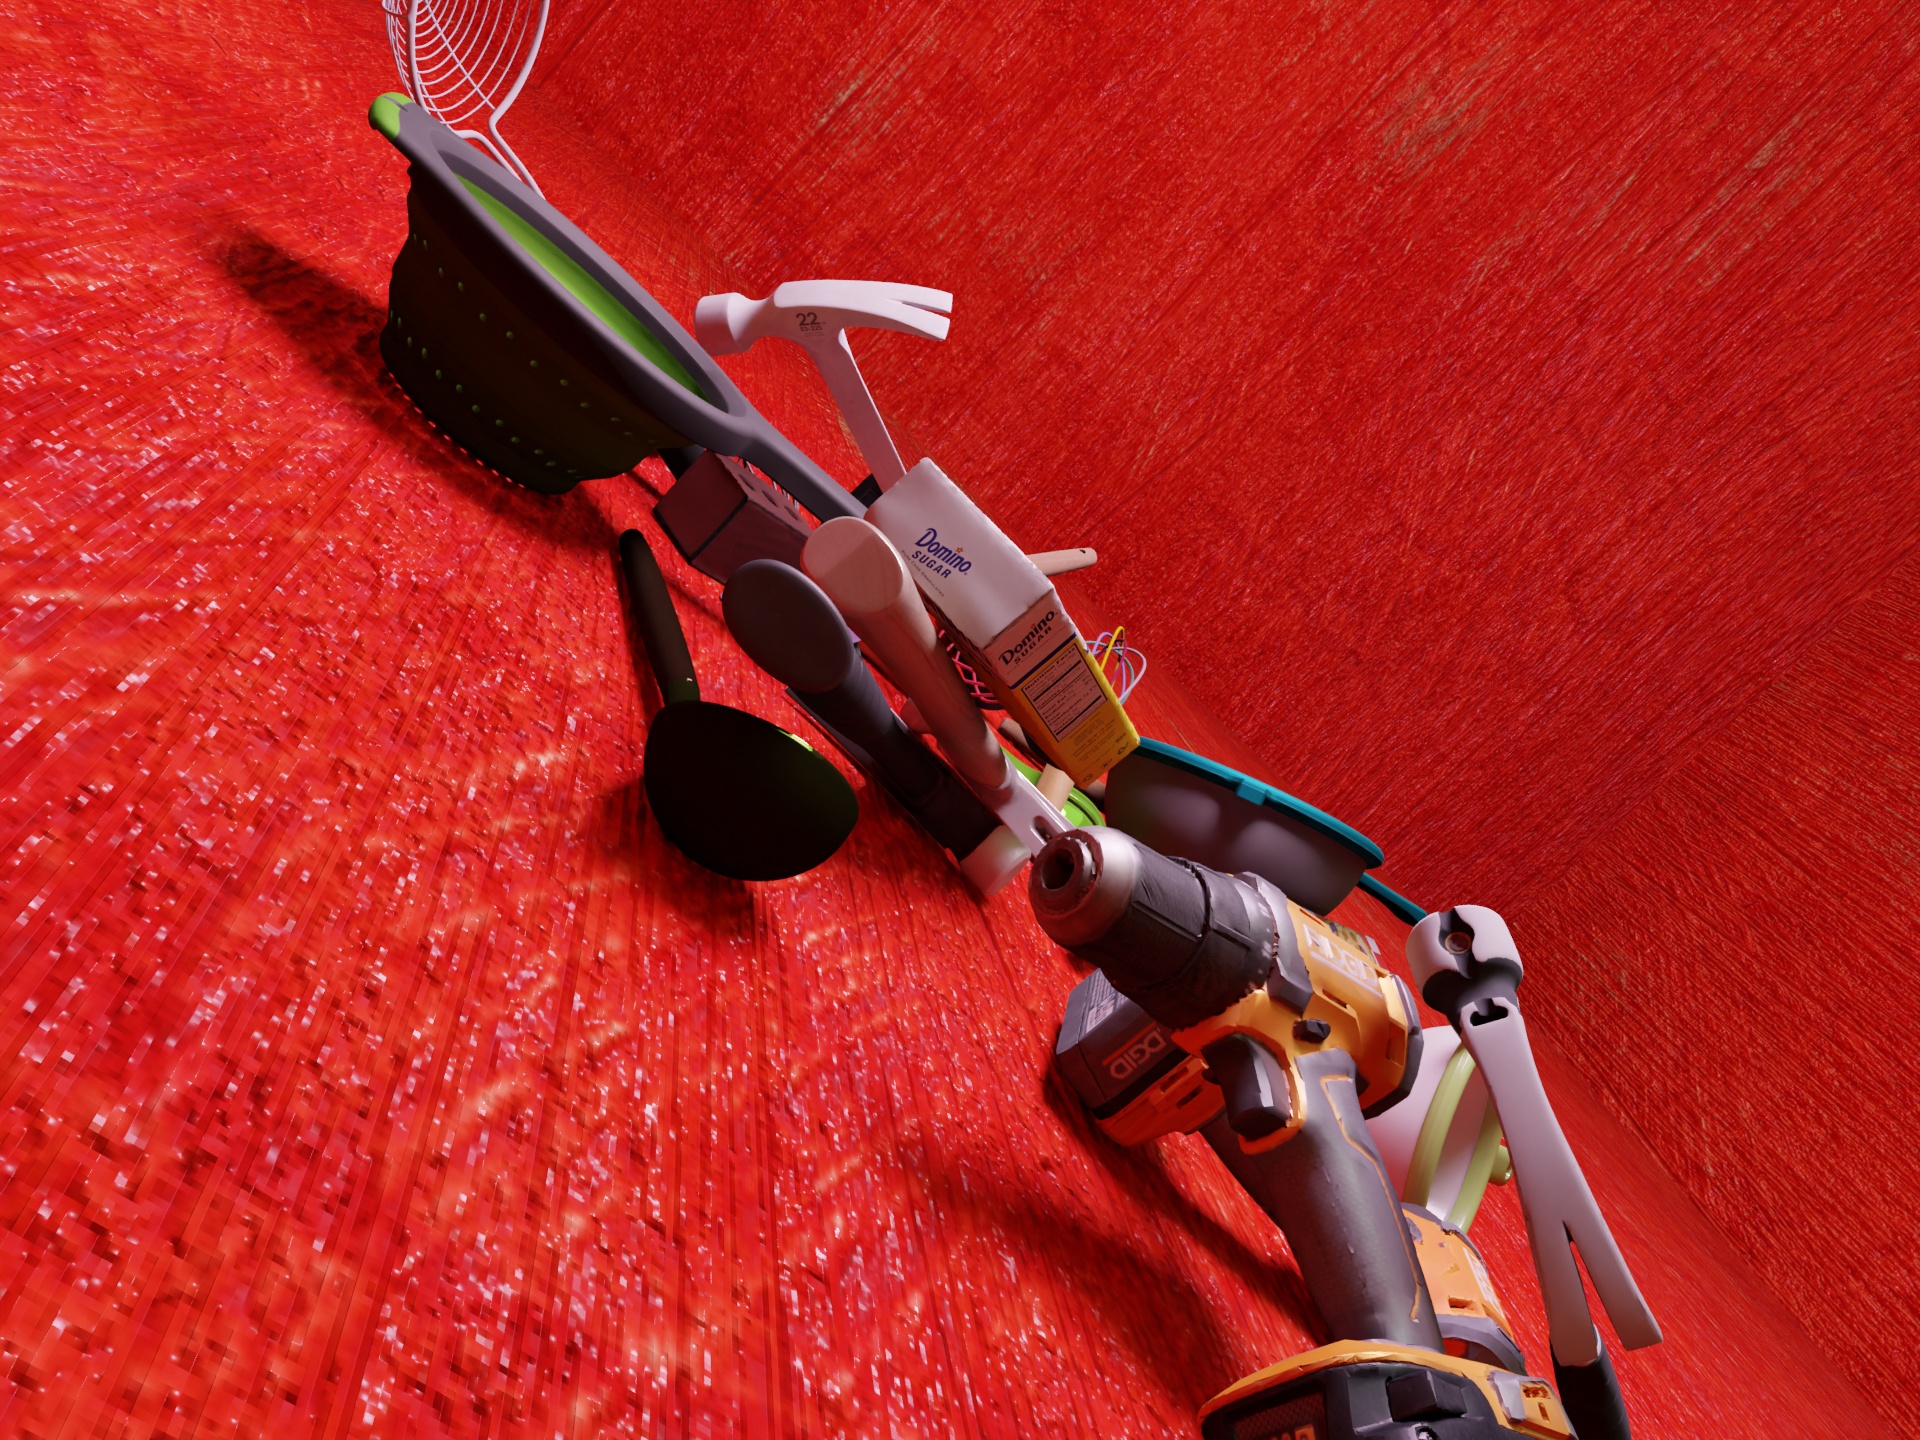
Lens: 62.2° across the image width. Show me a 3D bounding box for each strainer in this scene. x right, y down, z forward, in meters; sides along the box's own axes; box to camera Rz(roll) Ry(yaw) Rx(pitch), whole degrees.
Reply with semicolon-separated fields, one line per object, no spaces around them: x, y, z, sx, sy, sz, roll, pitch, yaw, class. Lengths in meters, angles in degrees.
0.263;0.235;0.896;0.069;0.151;0.256;16;-9;30;strainer
0.226;0.119;1.158;0.340;0.095;0.211;30;-7;-35;strainer

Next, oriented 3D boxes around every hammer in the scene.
0.249;0.246;0.640;0.149;0.036;0.408;-97;164;-45;hammer
-0.025;-0.128;1.030;0.405;0.144;0.035;62;32;-53;hammer
-0.001;-0.002;0.765;0.146;0.038;0.410;47;-2;14;hammer
-0.043;-0.004;0.656;0.146;0.035;0.334;45;-3;13;hammer

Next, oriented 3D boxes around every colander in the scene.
-0.145;-0.128;0.785;0.396;0.094;0.205;39;11;-27;colander

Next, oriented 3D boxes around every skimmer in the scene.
-0.189;-0.257;0.864;0.363;0.090;0.127;61;36;-27;skimmer

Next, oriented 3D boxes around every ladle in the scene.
-0.109;-0.030;0.648;0.078;0.062;0.320;43;6;-30;ladle

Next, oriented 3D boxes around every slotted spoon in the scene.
-0.012;-0.012;1.038;0.313;0.031;0.070;41;14;-8;slotted spoon

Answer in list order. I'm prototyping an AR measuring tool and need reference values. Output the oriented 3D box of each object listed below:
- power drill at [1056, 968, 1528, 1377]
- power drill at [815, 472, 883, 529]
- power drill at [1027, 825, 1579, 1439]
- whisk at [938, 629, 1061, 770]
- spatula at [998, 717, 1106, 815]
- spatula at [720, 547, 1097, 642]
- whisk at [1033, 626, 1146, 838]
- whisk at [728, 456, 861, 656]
0.145;0.191;0.690;0.226;0.084;0.164;49;10;1;power drill
0.004;-0.083;1.261;0.226;0.080;0.188;38;12;-46;power drill
0.100;0.145;0.498;0.185;0.084;0.226;33;35;-37;power drill
0.033;-0.023;0.940;0.073;0.073;0.296;41;7;-18;whisk
0.148;0.104;1.222;0.317;0.044;0.082;37;12;-11;spatula
-0.014;-0.081;0.967;0.060;0.018;0.316;44;36;24;spatula
0.079;0.004;1.058;0.051;0.047;0.245;36;35;-4;whisk
-0.103;-0.106;0.969;0.055;0.055;0.239;33;23;-48;whisk
